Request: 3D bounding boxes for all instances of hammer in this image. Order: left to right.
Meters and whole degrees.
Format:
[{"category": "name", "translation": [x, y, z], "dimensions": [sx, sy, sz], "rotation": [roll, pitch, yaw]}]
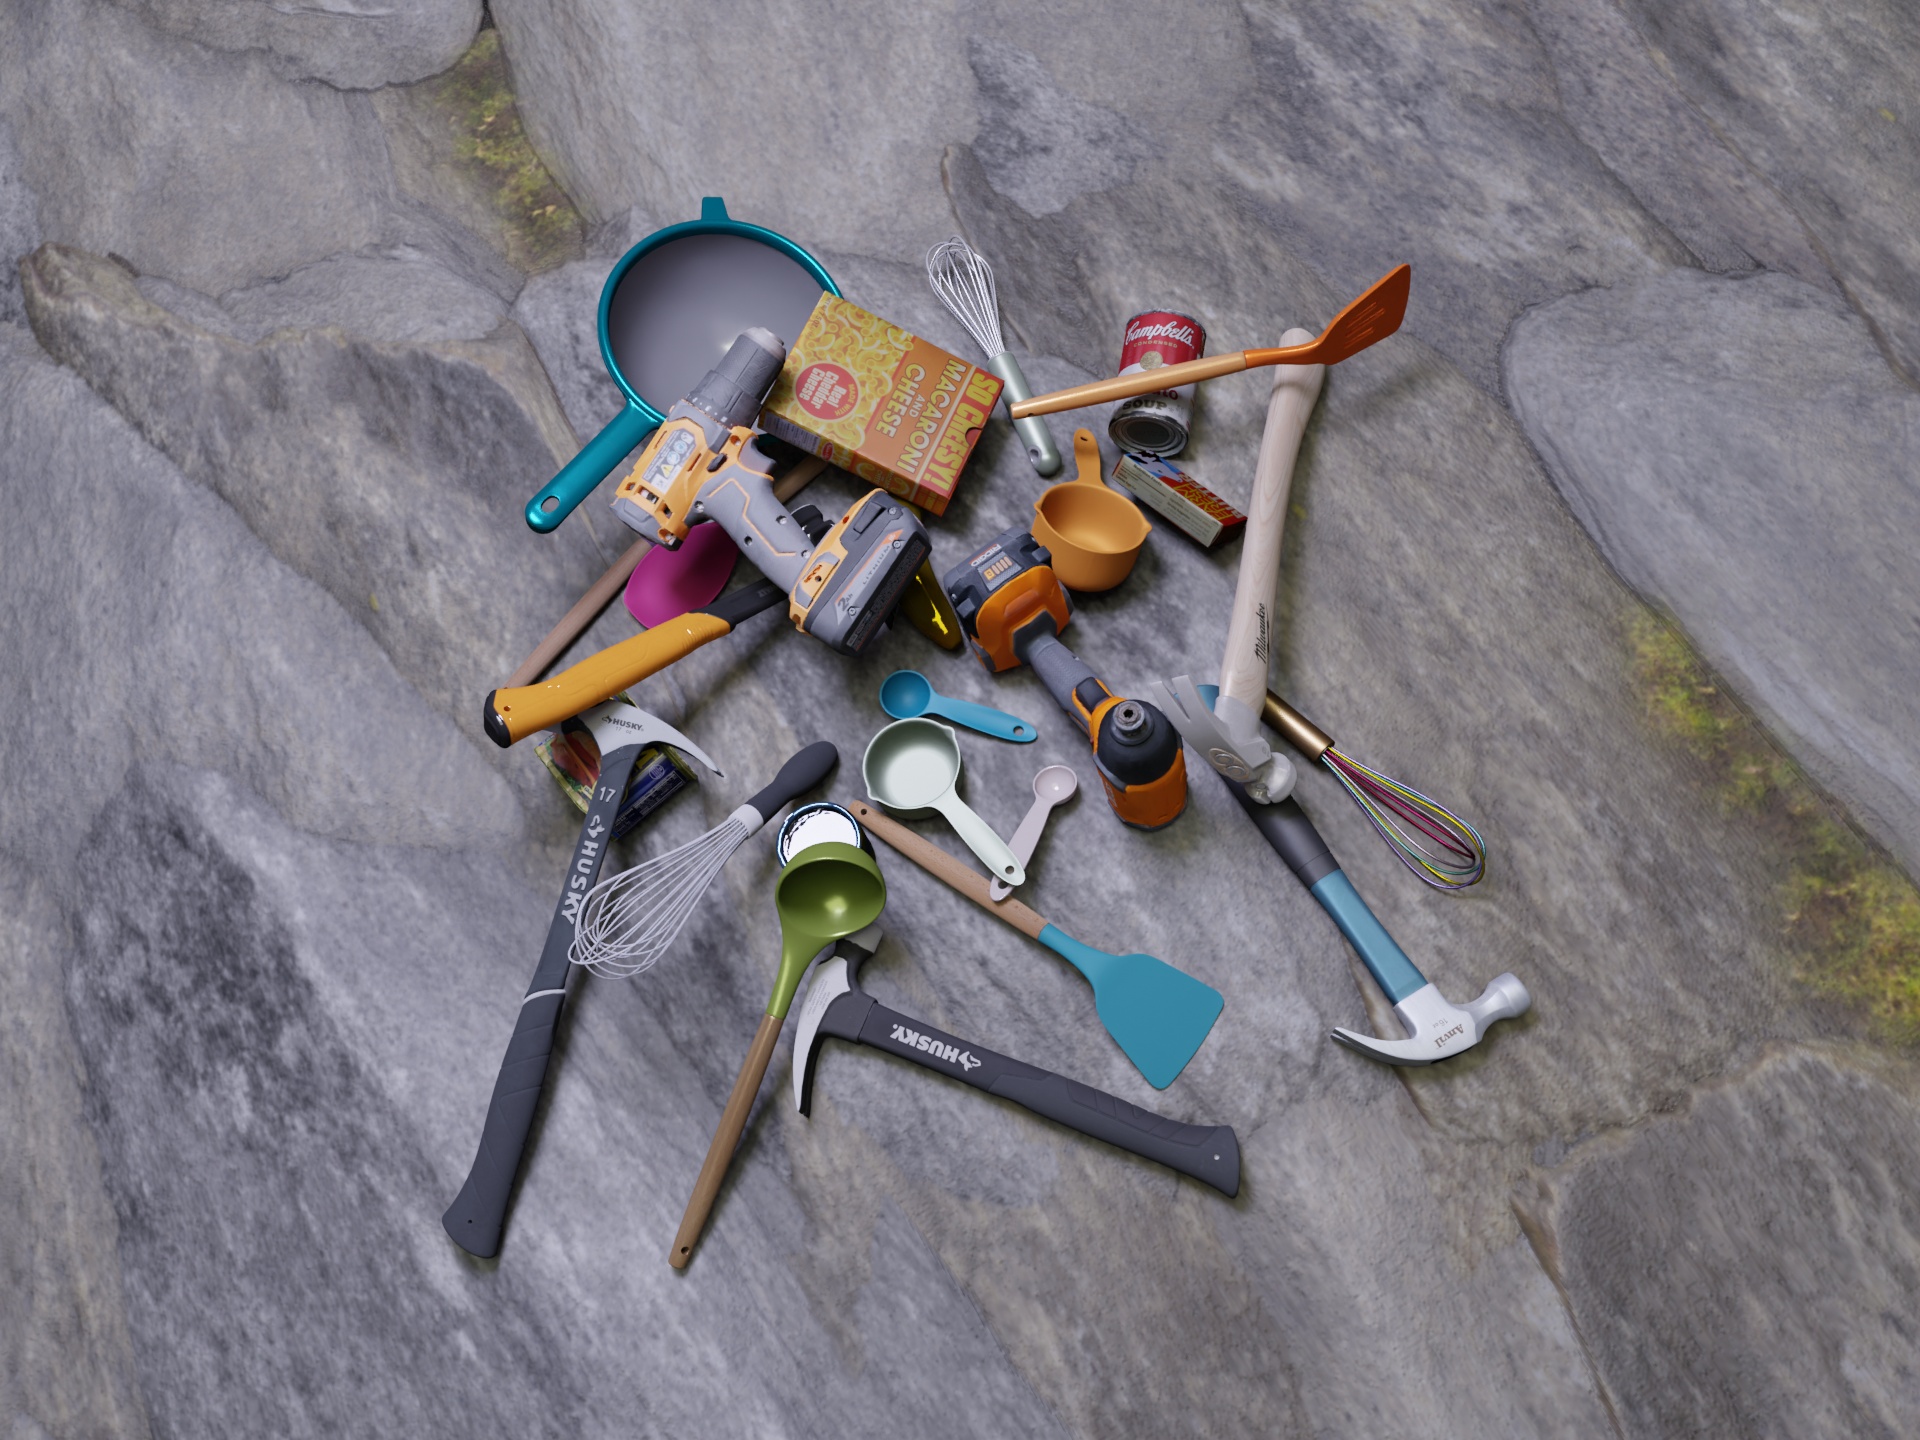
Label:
[{"category": "hammer", "translation": [-0.294, 0.184, 1.166], "dimensions": [0.149, 0.036, 0.409], "rotation": [14, 80, 6]}, {"category": "hammer", "translation": [-0.207, -0.060, 1.218], "dimensions": [0.337, 0.034, 0.127], "rotation": [-30, 66, -31]}, {"category": "hammer", "translation": [0.038, 0.261, 1.124], "dimensions": [0.335, 0.035, 0.146], "rotation": [19, 71, 14]}, {"category": "hammer", "translation": [0.227, -0.147, 1.206], "dimensions": [0.038, 0.146, 0.411], "rotation": [-13, 50, 39]}, {"category": "hammer", "translation": [0.259, 0.104, 1.160], "dimensions": [0.128, 0.033, 0.331], "rotation": [-31, 67, -7]}]

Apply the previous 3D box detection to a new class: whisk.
[{"category": "whisk", "translation": [-0.176, 0.091, 1.154], "dimensions": [0.070, 0.070, 0.285], "rotation": [30, 44, 18]}, {"category": "whisk", "translation": [0.031, -0.313, 1.354], "dimensions": [0.059, 0.057, 0.246], "rotation": [-12, 69, -29]}, {"category": "whisk", "translation": [0.290, 0.035, 1.179], "dimensions": [0.051, 0.047, 0.245], "rotation": [-44, 66, -9]}]

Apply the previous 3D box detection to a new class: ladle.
[{"category": "ladle", "translation": [-0.137, 0.235, 1.116], "dimensions": [0.078, 0.062, 0.320], "rotation": [23, 86, -19]}]

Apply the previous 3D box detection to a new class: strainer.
[{"category": "strainer", "translation": [-0.238, -0.263, 1.323], "dimensions": [0.211, 0.095, 0.340], "rotation": [39, 69, 0]}]

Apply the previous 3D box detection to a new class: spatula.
[{"category": "spatula", "translation": [-0.282, -0.131, 1.335], "dimensions": [0.060, 0.018, 0.316], "rotation": [33, 74, 21]}, {"category": "spatula", "translation": [0.042, 0.148, 1.177], "dimensions": [0.318, 0.044, 0.082], "rotation": [32, 76, 23]}, {"category": "spatula", "translation": [0.197, -0.284, 1.247], "dimensions": [0.322, 0.081, 0.041], "rotation": [-12, 64, 4]}]

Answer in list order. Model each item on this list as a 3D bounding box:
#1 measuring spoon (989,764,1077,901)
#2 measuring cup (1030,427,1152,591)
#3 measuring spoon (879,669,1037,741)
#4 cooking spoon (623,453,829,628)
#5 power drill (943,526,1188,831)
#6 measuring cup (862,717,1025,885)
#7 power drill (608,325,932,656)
[{"category": "measuring spoon", "translation": [0.053, 0.087, 1.192], "dimensions": [0.034, 0.018, 0.124], "rotation": [15, 59, 27]}, {"category": "measuring cup", "translation": [0.099, -0.171, 1.288], "dimensions": [0.095, 0.052, 0.174], "rotation": [9, 42, -8]}, {"category": "measuring spoon", "translation": [-0.002, -0.004, 1.251], "dimensions": [0.128, 0.021, 0.042], "rotation": [18, 70, 5]}, {"category": "cooking spoon", "translation": [-0.153, -0.191, 1.342], "dimensions": [0.319, 0.017, 0.069], "rotation": [-42, 81, -10]}, {"category": "power drill", "translation": [0.083, -0.033, 1.169], "dimensions": [0.084, 0.164, 0.227], "rotation": [-36, 66, -4]}, {"category": "measuring cup", "translation": [-0.006, 0.069, 1.201], "dimensions": [0.083, 0.038, 0.168], "rotation": [-40, 65, -9]}, {"category": "power drill", "translation": [-0.131, -0.176, 1.208], "dimensions": [0.226, 0.084, 0.185], "rotation": [34, 91, 12]}]
